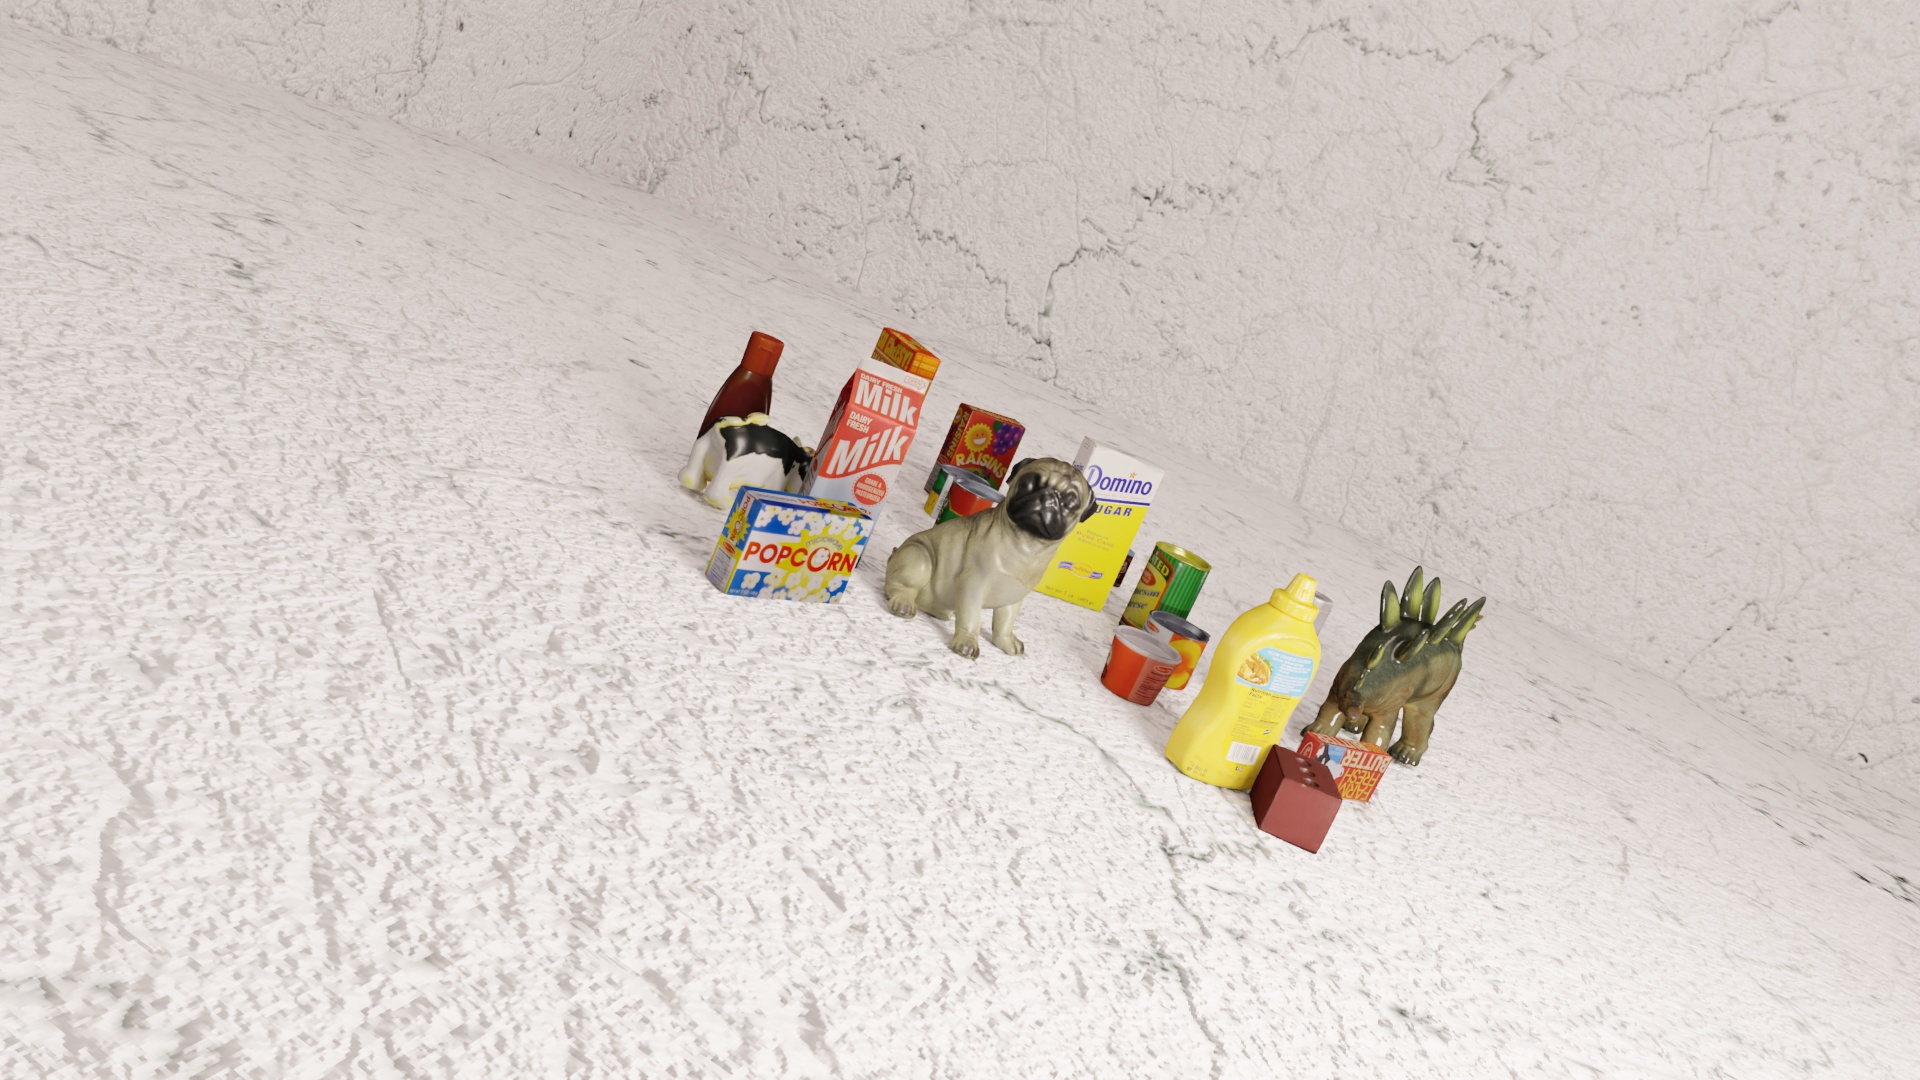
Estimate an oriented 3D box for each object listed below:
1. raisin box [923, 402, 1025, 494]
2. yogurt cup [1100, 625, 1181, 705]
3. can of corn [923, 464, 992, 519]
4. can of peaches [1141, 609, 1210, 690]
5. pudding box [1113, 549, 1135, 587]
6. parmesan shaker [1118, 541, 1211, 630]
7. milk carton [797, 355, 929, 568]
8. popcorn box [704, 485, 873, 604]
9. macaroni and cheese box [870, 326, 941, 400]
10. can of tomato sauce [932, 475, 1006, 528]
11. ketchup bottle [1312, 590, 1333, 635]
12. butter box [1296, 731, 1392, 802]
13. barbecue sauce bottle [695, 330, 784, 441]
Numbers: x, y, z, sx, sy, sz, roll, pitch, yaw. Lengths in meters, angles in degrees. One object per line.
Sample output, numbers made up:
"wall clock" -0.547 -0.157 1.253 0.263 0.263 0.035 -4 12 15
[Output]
"raisin box" 0.019 -0.103 1.756 0.086 0.123 0.040 16 15 -30
"yogurt cup" 0.167 0.119 1.311 0.072 0.053 0.072 22 14 -6
"can of corn" -0.003 -0.052 1.665 0.071 0.058 0.071 22 14 -6
"can of peaches" 0.212 0.111 1.405 0.071 0.058 0.071 22 14 -6
"pudding box" 0.164 0.022 1.679 0.084 0.049 0.030 15 16 -31
"parmesan shaker" 0.223 0.062 1.515 0.071 0.102 0.071 22 13 -6
"milk carton" -0.098 -0.078 1.331 0.072 0.190 0.073 20 14 -15
"popcorn box" -0.142 0.005 1.166 0.127 0.085 0.038 9 20 -47
"macaroni and cheese box" -0.093 -0.172 1.741 0.040 0.166 0.124 16 15 -29
"can of tomato sauce" 0.005 -0.019 1.503 0.071 0.083 0.071 22 13 -6
"ketchup bottle" 0.317 0.118 1.362 0.043 0.148 0.065 20 14 -14
"butter box" 0.345 0.208 1.271 0.103 0.053 0.024 14 16 -34
"barbecue sauce bottle" -0.227 -0.145 1.456 0.065 0.148 0.044 20 14 -17
